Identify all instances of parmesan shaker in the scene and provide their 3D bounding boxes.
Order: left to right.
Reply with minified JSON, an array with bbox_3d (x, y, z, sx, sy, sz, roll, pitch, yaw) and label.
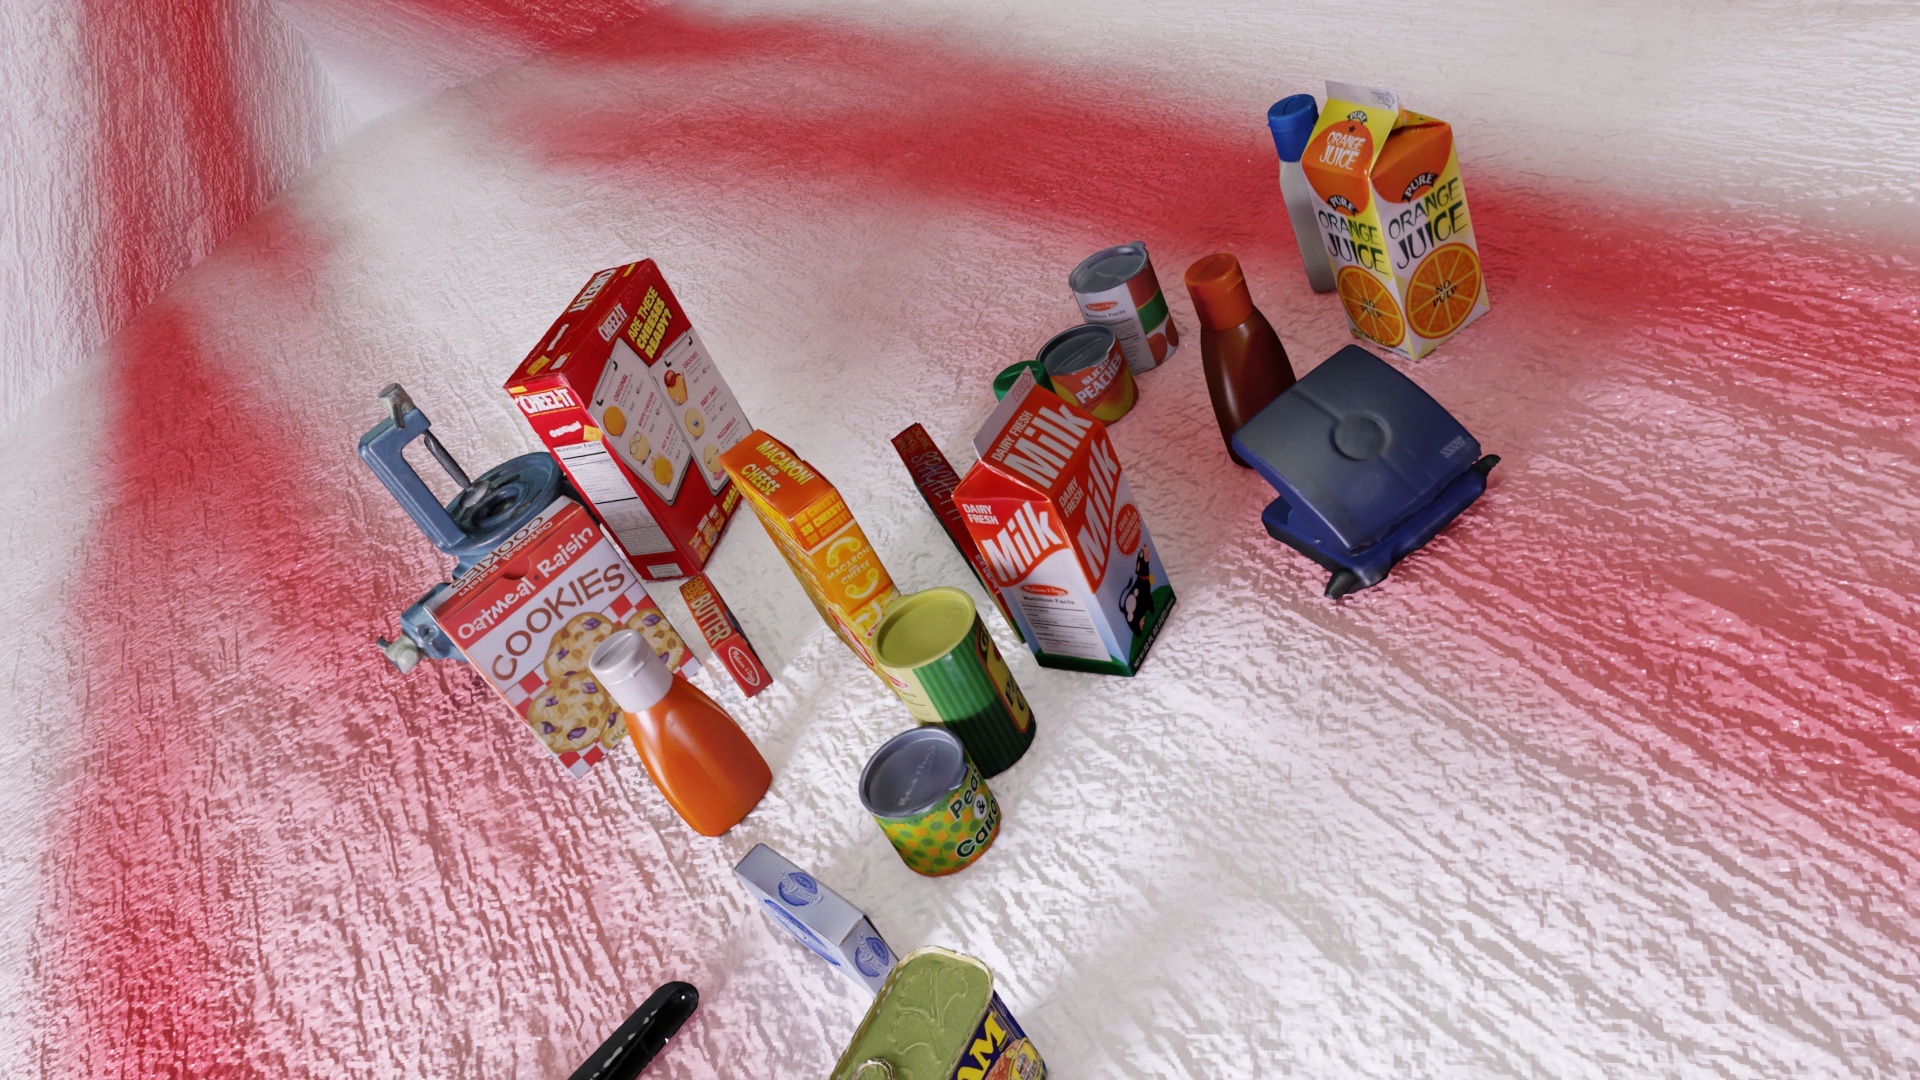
[{"bbox_3d":[-0.003,0.086,0.837,0.071,0.102,0.072,-18,36,14],"label":"parmesan shaker"}]

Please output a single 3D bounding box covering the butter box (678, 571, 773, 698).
[{"bbox_3d":[-0.173,0.068,1.019,0.024,0.053,0.104,-33,35,-8],"label":"butter box"}]

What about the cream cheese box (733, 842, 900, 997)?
[{"bbox_3d":[-0.079,0.210,0.772,0.104,0.053,0.024,18,55,47],"label":"cream cheese box"}]

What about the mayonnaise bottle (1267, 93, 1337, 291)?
[{"bbox_3d":[0.272,-0.267,1.064,0.041,0.147,0.065,-1,43,34],"label":"mayonnaise bottle"}]

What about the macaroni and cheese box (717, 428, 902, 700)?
[{"bbox_3d":[-0.086,0.014,0.930,0.040,0.165,0.124,-37,35,-13],"label":"macaroni and cheese box"}]

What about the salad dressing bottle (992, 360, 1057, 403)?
[{"bbox_3d":[0.066,-0.052,0.929,0.064,0.147,0.044,-12,38,22],"label":"salad dressing bottle"}]

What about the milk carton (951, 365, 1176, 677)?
[{"bbox_3d":[0.059,-0.009,0.840,0.073,0.189,0.073,3,45,37],"label":"milk carton"}]

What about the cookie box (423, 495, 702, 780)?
[{"bbox_3d":[-0.277,0.070,0.988,0.123,0.166,0.040,-43,37,-21],"label":"cookie box"}]

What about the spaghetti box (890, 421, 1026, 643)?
[{"bbox_3d":[0.004,-0.013,1.006,0.029,0.050,0.251,-30,35,-3],"label":"spaghetti box"}]

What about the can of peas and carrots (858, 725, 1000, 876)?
[{"bbox_3d":[-0.015,0.150,0.801,0.071,0.058,0.071,-18,36,14],"label":"can of peas and carrots"}]

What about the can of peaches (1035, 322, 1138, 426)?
[{"bbox_3d":[0.100,-0.126,1.079,0.071,0.058,0.071,-18,36,14],"label":"can of peaches"}]

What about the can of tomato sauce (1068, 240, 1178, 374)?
[{"bbox_3d":[0.133,-0.185,1.111,0.071,0.082,0.071,-18,36,14],"label":"can of tomato sauce"}]

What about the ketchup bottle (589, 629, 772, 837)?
[{"bbox_3d":[-0.178,0.119,0.873,0.043,0.148,0.065,17,54,46],"label":"ketchup bottle"}]

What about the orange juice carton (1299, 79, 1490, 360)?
[{"bbox_3d":[0.297,-0.227,0.957,0.073,0.192,0.072,-35,35,-9],"label":"orange juice carton"}]

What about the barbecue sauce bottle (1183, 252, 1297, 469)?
[{"bbox_3d":[0.190,-0.121,0.933,0.044,0.148,0.065,18,55,47],"label":"barbecue sauce bottle"}]
